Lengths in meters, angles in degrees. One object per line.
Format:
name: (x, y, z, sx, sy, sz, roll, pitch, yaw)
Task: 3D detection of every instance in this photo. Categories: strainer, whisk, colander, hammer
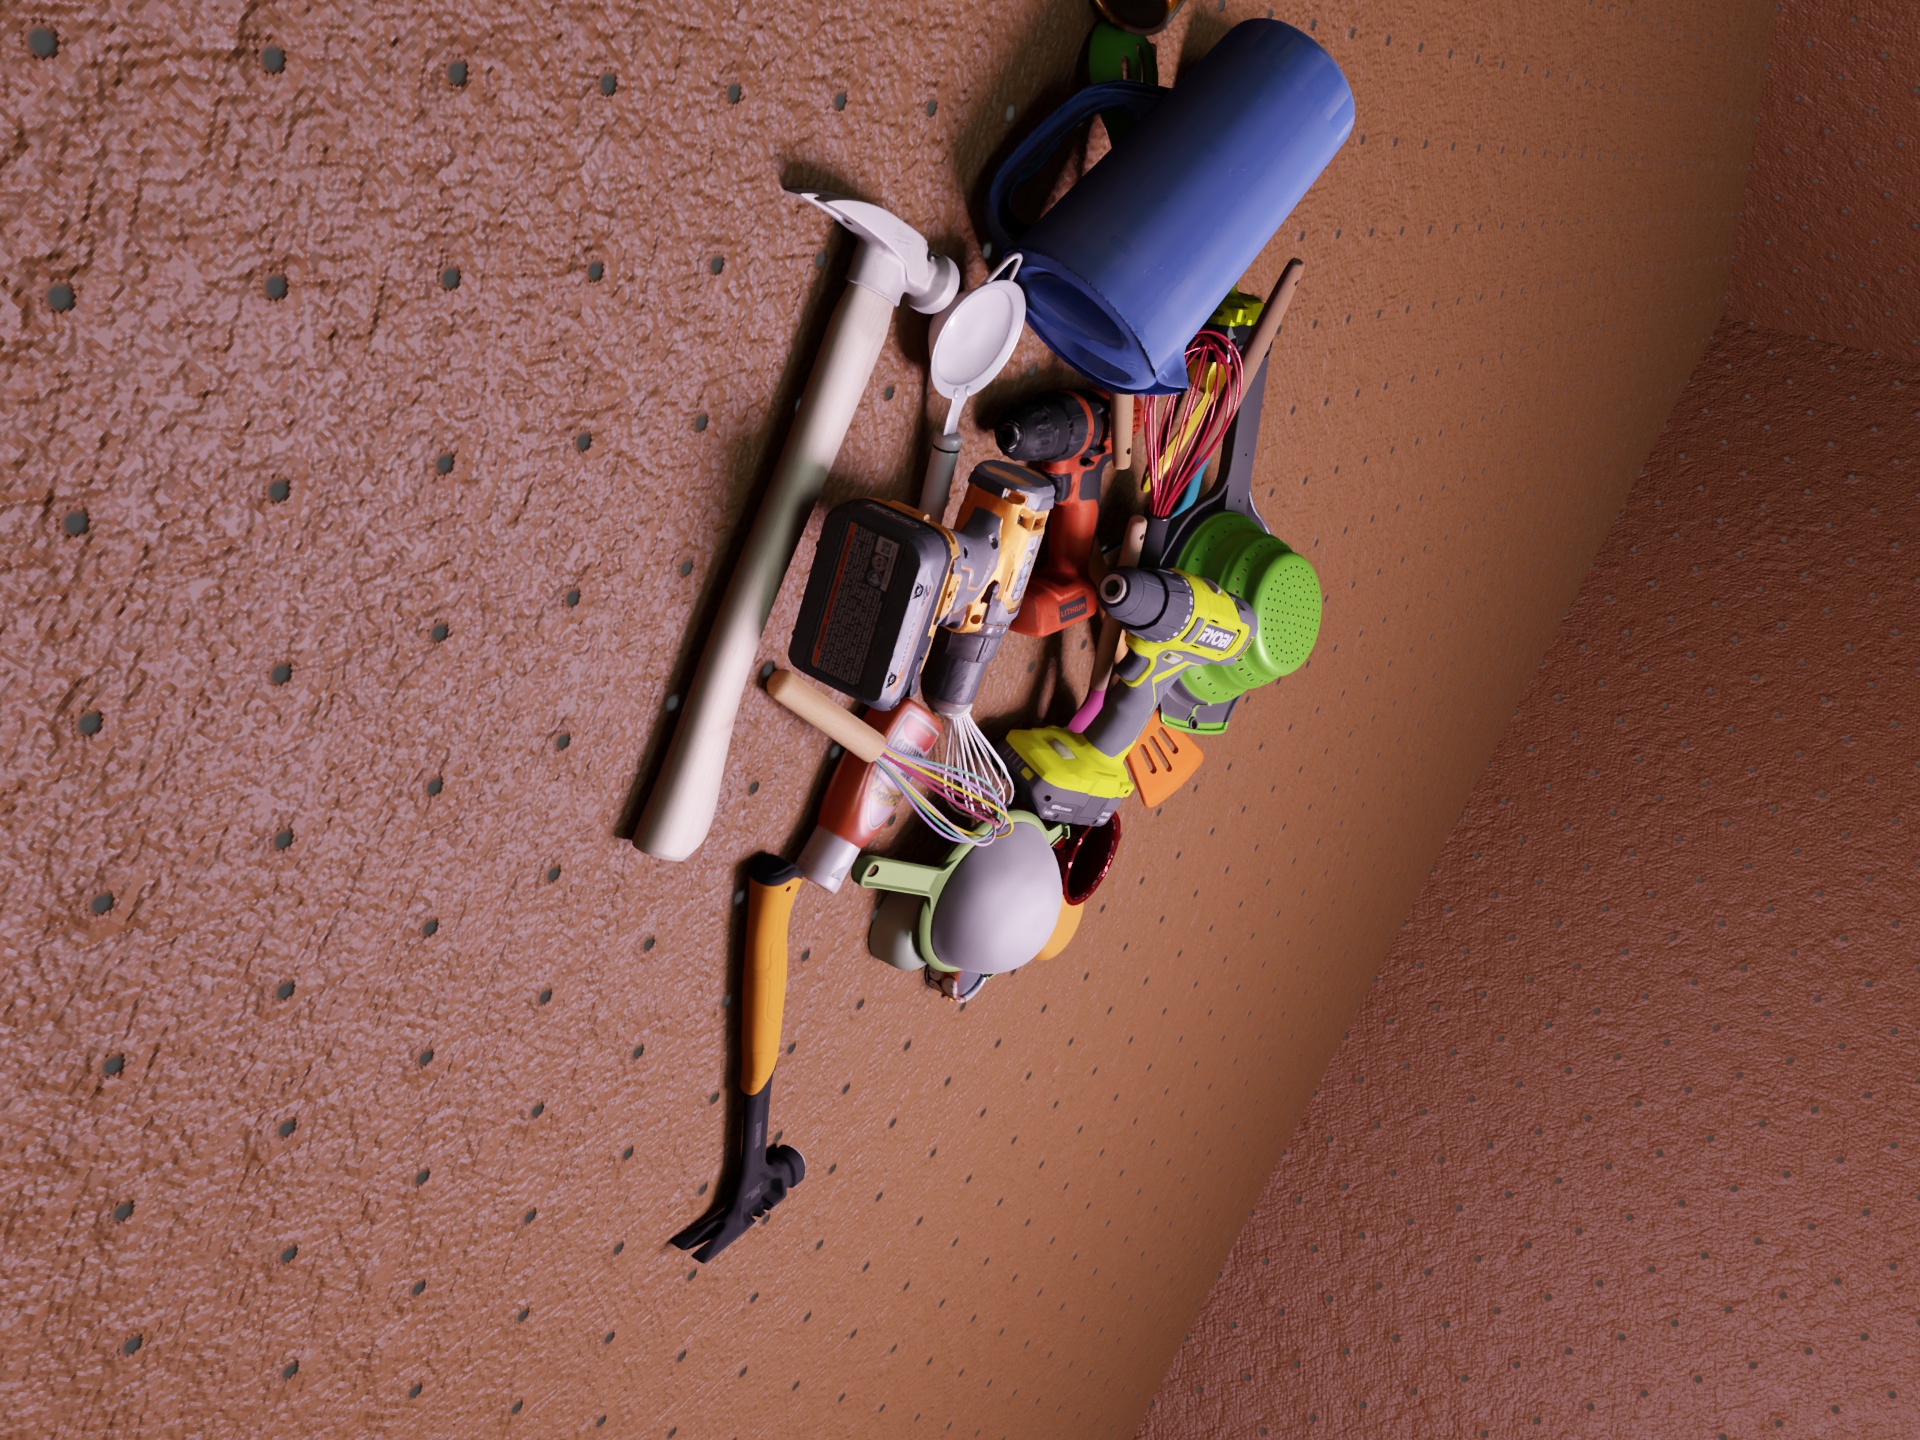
strainer: (0.011, 0.143, 1.254, 0.256, 0.069, 0.151, 19, 100, -55)
whisk: (0.163, -0.182, 1.268, 0.073, 0.073, 0.295, -41, 154, -38)
strainer: (-0.009, -0.197, 1.077, 0.087, 0.050, 0.258, -21, 135, -46)
colander: (0.271, -0.180, 1.431, 0.204, 0.094, 0.397, 7, 92, -47)
hammer: (-0.154, 0.248, 1.179, 0.127, 0.034, 0.336, -31, 136, -49)
hammer: (-0.119, -0.109, 0.959, 0.146, 0.038, 0.410, 12, 101, -60)
whisk: (-0.043, 0.028, 1.115, 0.244, 0.047, 0.051, 37, 80, -40)
whisk: (-0.002, -0.004, 1.235, 0.246, 0.058, 0.059, 75, 16, -44)

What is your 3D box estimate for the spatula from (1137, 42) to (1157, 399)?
spatula: (0.134, -0.357, 1.222, 0.060, 0.018, 0.315, -45, 147, -38)

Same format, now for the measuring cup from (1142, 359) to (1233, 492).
measuring cup: (0.196, -0.273, 1.399, 0.156, 0.029, 0.062, -57, 151, 8)

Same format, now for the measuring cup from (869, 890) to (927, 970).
measuring cup: (-0.010, 0.150, 1.344, 0.167, 0.038, 0.083, -35, 140, -40)

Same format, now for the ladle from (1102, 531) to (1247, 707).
ladle: (0.175, -0.072, 1.505, 0.320, 0.062, 0.078, -52, 150, -10)

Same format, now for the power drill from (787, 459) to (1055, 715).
power drill: (-0.022, -0.071, 1.051, 0.226, 0.084, 0.185, -28, 140, -60)

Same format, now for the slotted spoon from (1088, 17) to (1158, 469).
slotted spoon: (0.118, -0.334, 1.139, 0.070, 0.031, 0.313, -24, 122, -41)

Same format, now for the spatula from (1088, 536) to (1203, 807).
spatula: (0.151, -0.054, 1.419, 0.081, 0.041, 0.322, -40, 135, -19)

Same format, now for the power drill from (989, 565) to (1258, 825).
power drill: (0.127, -0.027, 1.307, 0.190, 0.080, 0.228, 11, 120, -52)

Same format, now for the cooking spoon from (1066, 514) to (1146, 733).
cooking spoon: (0.123, -0.048, 1.365, 0.069, 0.017, 0.318, -33, 148, -34)

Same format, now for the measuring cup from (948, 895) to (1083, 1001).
measuring cup: (0.056, 0.210, 1.489, 0.174, 0.052, 0.095, -48, 147, -34)

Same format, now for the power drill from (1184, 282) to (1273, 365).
power drill: (0.223, -0.407, 1.276, 0.171, 0.080, 0.223, -30, 133, -57)

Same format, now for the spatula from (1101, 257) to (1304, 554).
spatula: (0.195, -0.240, 1.278, 0.082, 0.044, 0.317, -32, 156, -39)
